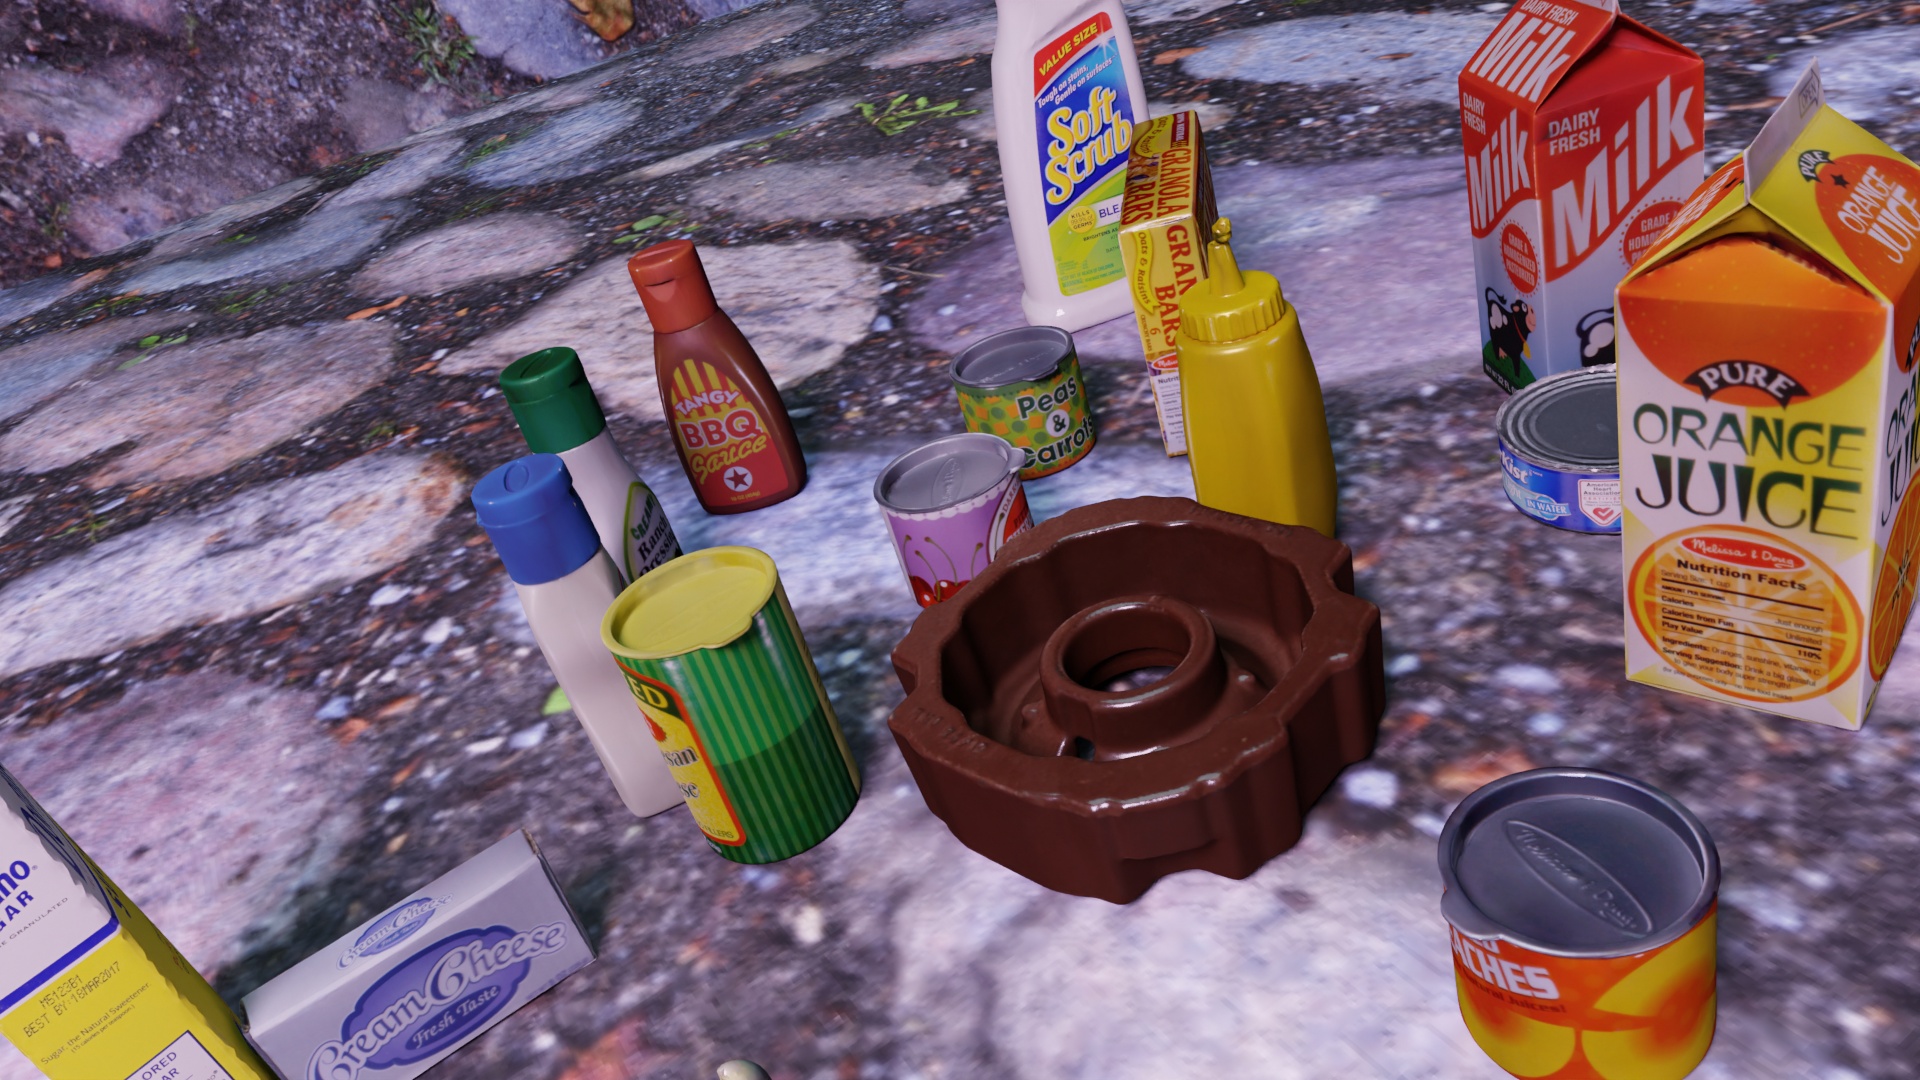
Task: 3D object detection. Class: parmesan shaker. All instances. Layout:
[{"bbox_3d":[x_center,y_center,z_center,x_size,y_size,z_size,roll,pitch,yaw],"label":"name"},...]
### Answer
[{"bbox_3d":[-0.082,0.063,0.518,0.071,0.102,0.071,-13,30,8],"label":"parmesan shaker"}]

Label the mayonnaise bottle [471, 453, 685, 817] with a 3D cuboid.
[{"bbox_3d":[-0.144,0.037,0.549,0.041,0.147,0.065,-23,30,-8],"label":"mayonnaise bottle"}]

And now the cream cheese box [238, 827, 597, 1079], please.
[{"bbox_3d":[-0.183,0.150,0.477,0.104,0.053,0.024,-31,32,-22],"label":"cream cheese box"}]

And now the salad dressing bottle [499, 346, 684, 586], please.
[{"bbox_3d":[-0.170,-0.018,0.654,0.044,0.147,0.064,-8,31,17],"label":"salad dressing bottle"}]

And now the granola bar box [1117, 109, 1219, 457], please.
[{"bbox_3d":[0.117,-0.138,0.725,0.039,0.123,0.166,-9,31,15],"label":"granola bar box"}]

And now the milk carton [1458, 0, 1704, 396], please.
[{"bbox_3d":[0.269,-0.152,0.603,0.073,0.189,0.072,-17,30,2],"label":"milk carton"}]

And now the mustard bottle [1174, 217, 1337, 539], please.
[{"bbox_3d":[0.115,-0.055,0.553,0.049,0.159,0.066,3,36,32],"label":"mustard bottle"}]

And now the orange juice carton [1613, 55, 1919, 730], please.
[{"bbox_3d":[0.251,-0.042,0.428,0.073,0.191,0.072,13,42,42],"label":"orange juice carton"}]

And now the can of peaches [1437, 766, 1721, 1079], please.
[{"bbox_3d":[0.161,0.104,0.368,0.071,0.057,0.071,-13,30,8],"label":"can of peaches"}]

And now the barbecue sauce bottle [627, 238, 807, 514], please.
[{"bbox_3d":[-0.134,-0.087,0.748,0.065,0.148,0.044,-12,30,10],"label":"barbecue sauce bottle"}]

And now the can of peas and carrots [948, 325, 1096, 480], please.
[{"bbox_3d":[0.034,-0.071,0.723,0.071,0.058,0.071,-13,30,8],"label":"can of peas and carrots"}]

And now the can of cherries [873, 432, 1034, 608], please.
[{"bbox_3d":[0.002,-0.008,0.636,0.071,0.058,0.072,-13,30,8],"label":"can of cherries"}]
